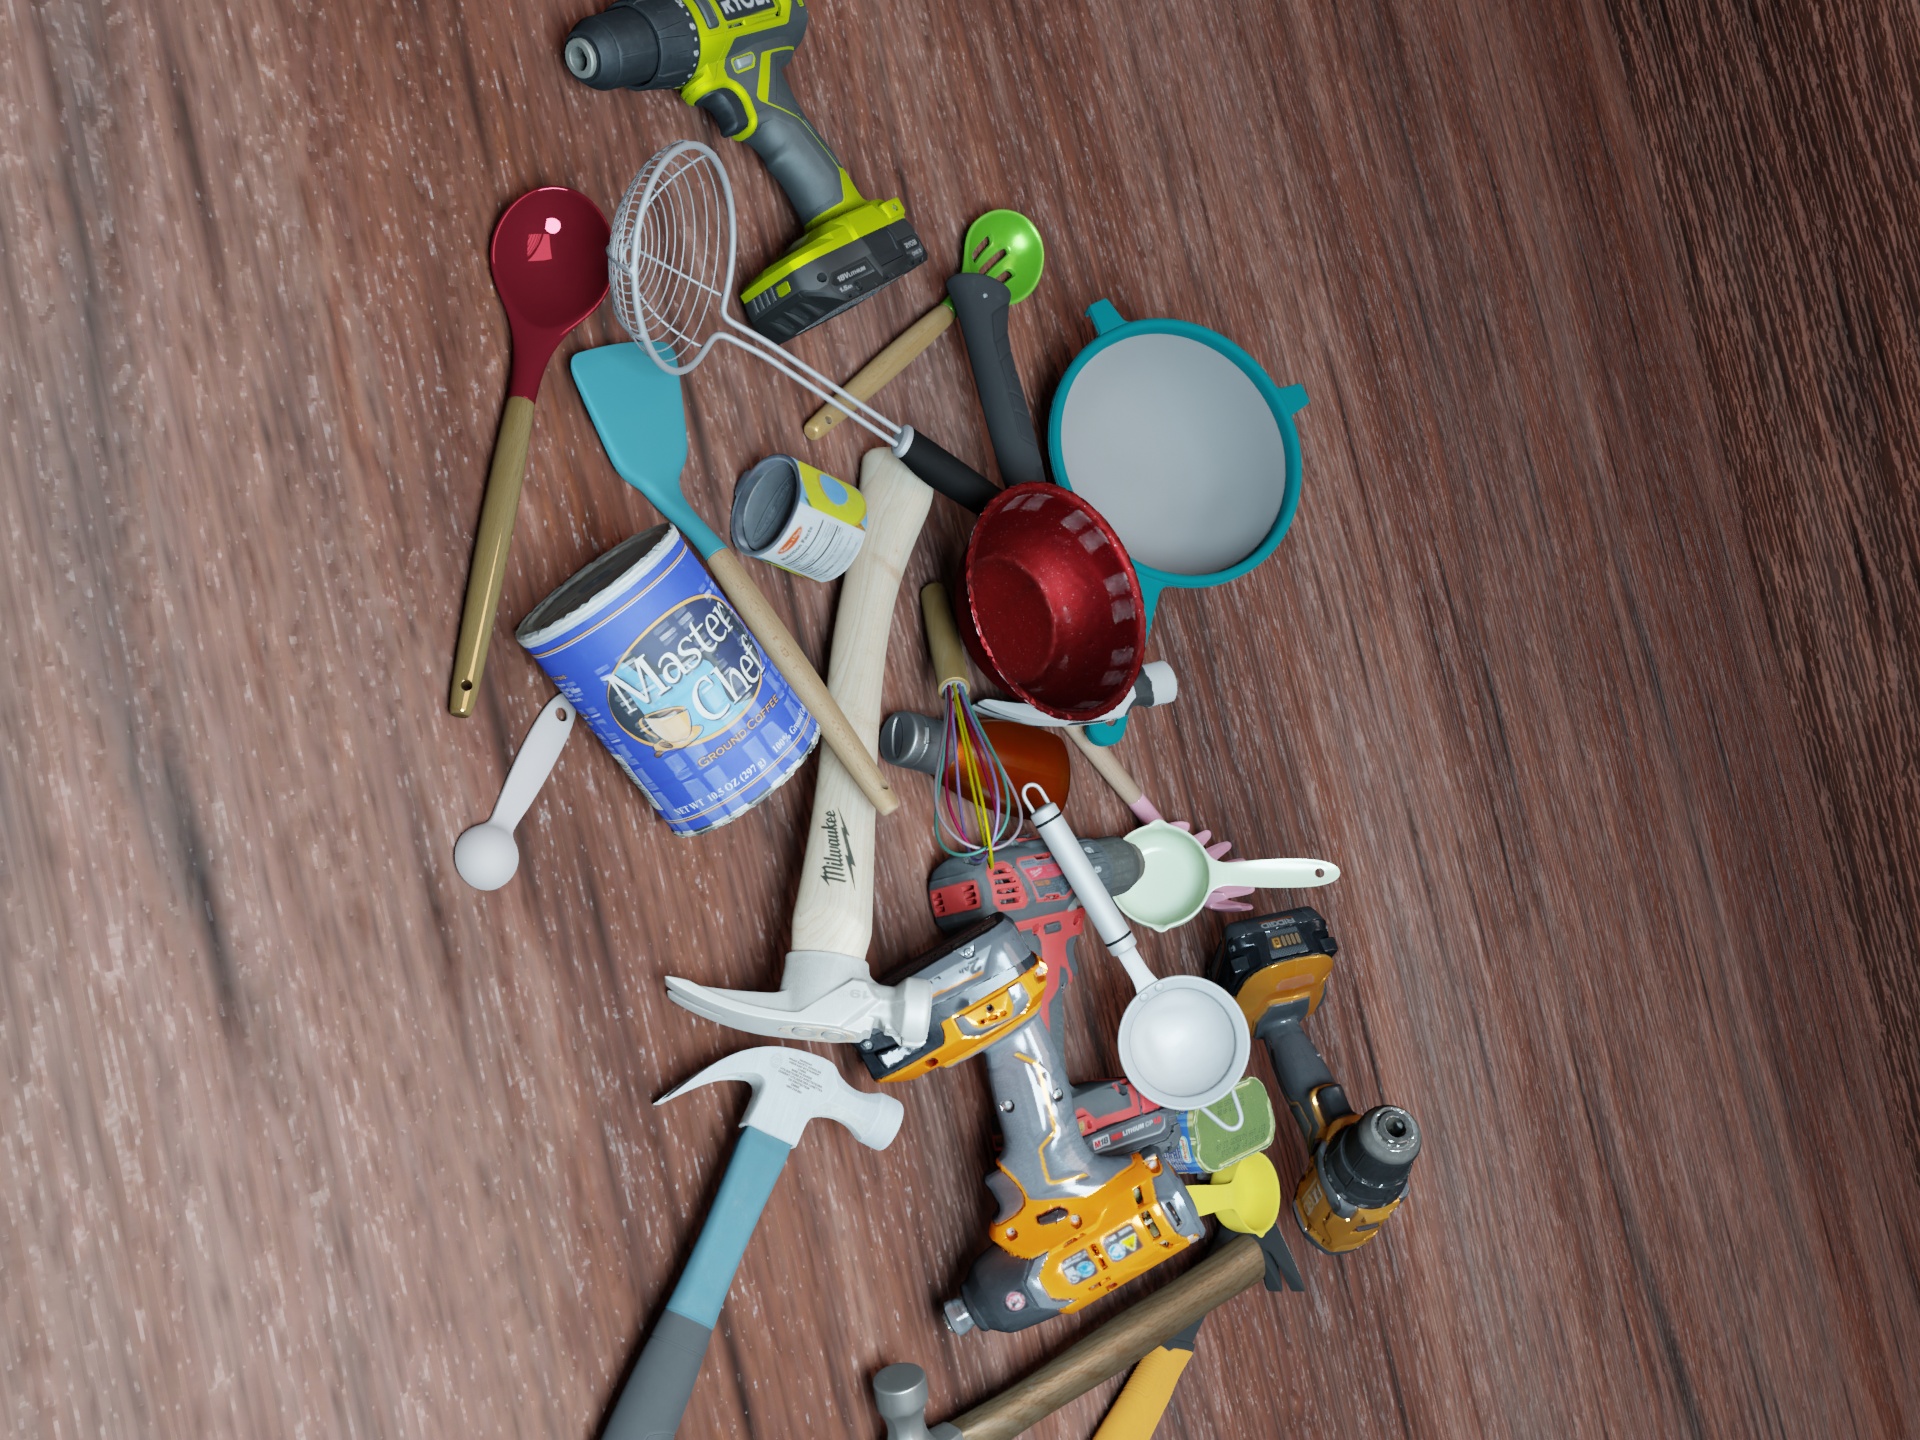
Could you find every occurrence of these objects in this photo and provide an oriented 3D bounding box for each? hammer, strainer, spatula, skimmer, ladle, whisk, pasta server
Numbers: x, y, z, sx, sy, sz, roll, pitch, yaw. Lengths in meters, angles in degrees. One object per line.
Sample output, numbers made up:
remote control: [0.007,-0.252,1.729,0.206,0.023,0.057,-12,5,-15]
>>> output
hammer: [0.138,0.454,1.092,0.337,0.034,0.127,-42,108,-45]
strainer: [0.135,-0.137,1.225,0.211,0.095,0.340,19,76,-15]
spatula: [-0.124,-0.082,0.929,0.082,0.044,0.317,-26,78,-51]
hammer: [-0.143,0.320,0.811,0.128,0.033,0.331,30,60,-13]
hammer: [-0.075,-0.004,0.974,0.146,0.038,0.411,7,58,-3]
skimmer: [-0.063,-0.207,0.973,0.363,0.090,0.127,30,68,-34]
ladle: [-0.243,-0.151,0.870,0.069,0.031,0.316,12,70,-18]
whisk: [-0.002,-0.002,1.018,0.047,0.051,0.245,45,23,-40]
hammer: [0.082,0.408,1.006,0.331,0.031,0.130,-14,101,-40]
hammer: [0.044,-0.157,1.130,0.146,0.035,0.335,-13,86,-18]
strainer: [0.110,0.152,1.042,0.087,0.050,0.258,-31,90,-7]
pasta server: [0.122,0.037,1.199,0.316,0.040,0.060,50,33,-23]

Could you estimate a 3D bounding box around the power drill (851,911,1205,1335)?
power drill: [0.022,0.248,0.949,0.226,0.164,0.084,60,-2,0]

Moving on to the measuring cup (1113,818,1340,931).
measuring cup: [0.192,0.116,1.171,0.038,0.167,0.083,68,21,-74]

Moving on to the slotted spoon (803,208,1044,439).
slotted spoon: [-0.025,-0.284,1.146,0.070,0.031,0.314,56,47,-19]

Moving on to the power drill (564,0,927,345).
power drill: [-0.135,-0.365,1.017,0.190,0.080,0.228,-42,107,-45]

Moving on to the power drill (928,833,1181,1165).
power drill: [0.077,0.186,1.077,0.187,0.080,0.227,-5,79,-46]

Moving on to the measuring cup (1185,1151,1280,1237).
measuring cup: [0.168,0.336,1.118,0.156,0.029,0.062,9,72,-42]

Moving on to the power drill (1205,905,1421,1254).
power drill: [0.255,0.248,1.137,0.084,0.185,0.226,-11,57,-9]

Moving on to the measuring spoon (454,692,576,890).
measuring spoon: [-0.228,0.033,0.838,0.034,0.018,0.124,41,51,-31]
